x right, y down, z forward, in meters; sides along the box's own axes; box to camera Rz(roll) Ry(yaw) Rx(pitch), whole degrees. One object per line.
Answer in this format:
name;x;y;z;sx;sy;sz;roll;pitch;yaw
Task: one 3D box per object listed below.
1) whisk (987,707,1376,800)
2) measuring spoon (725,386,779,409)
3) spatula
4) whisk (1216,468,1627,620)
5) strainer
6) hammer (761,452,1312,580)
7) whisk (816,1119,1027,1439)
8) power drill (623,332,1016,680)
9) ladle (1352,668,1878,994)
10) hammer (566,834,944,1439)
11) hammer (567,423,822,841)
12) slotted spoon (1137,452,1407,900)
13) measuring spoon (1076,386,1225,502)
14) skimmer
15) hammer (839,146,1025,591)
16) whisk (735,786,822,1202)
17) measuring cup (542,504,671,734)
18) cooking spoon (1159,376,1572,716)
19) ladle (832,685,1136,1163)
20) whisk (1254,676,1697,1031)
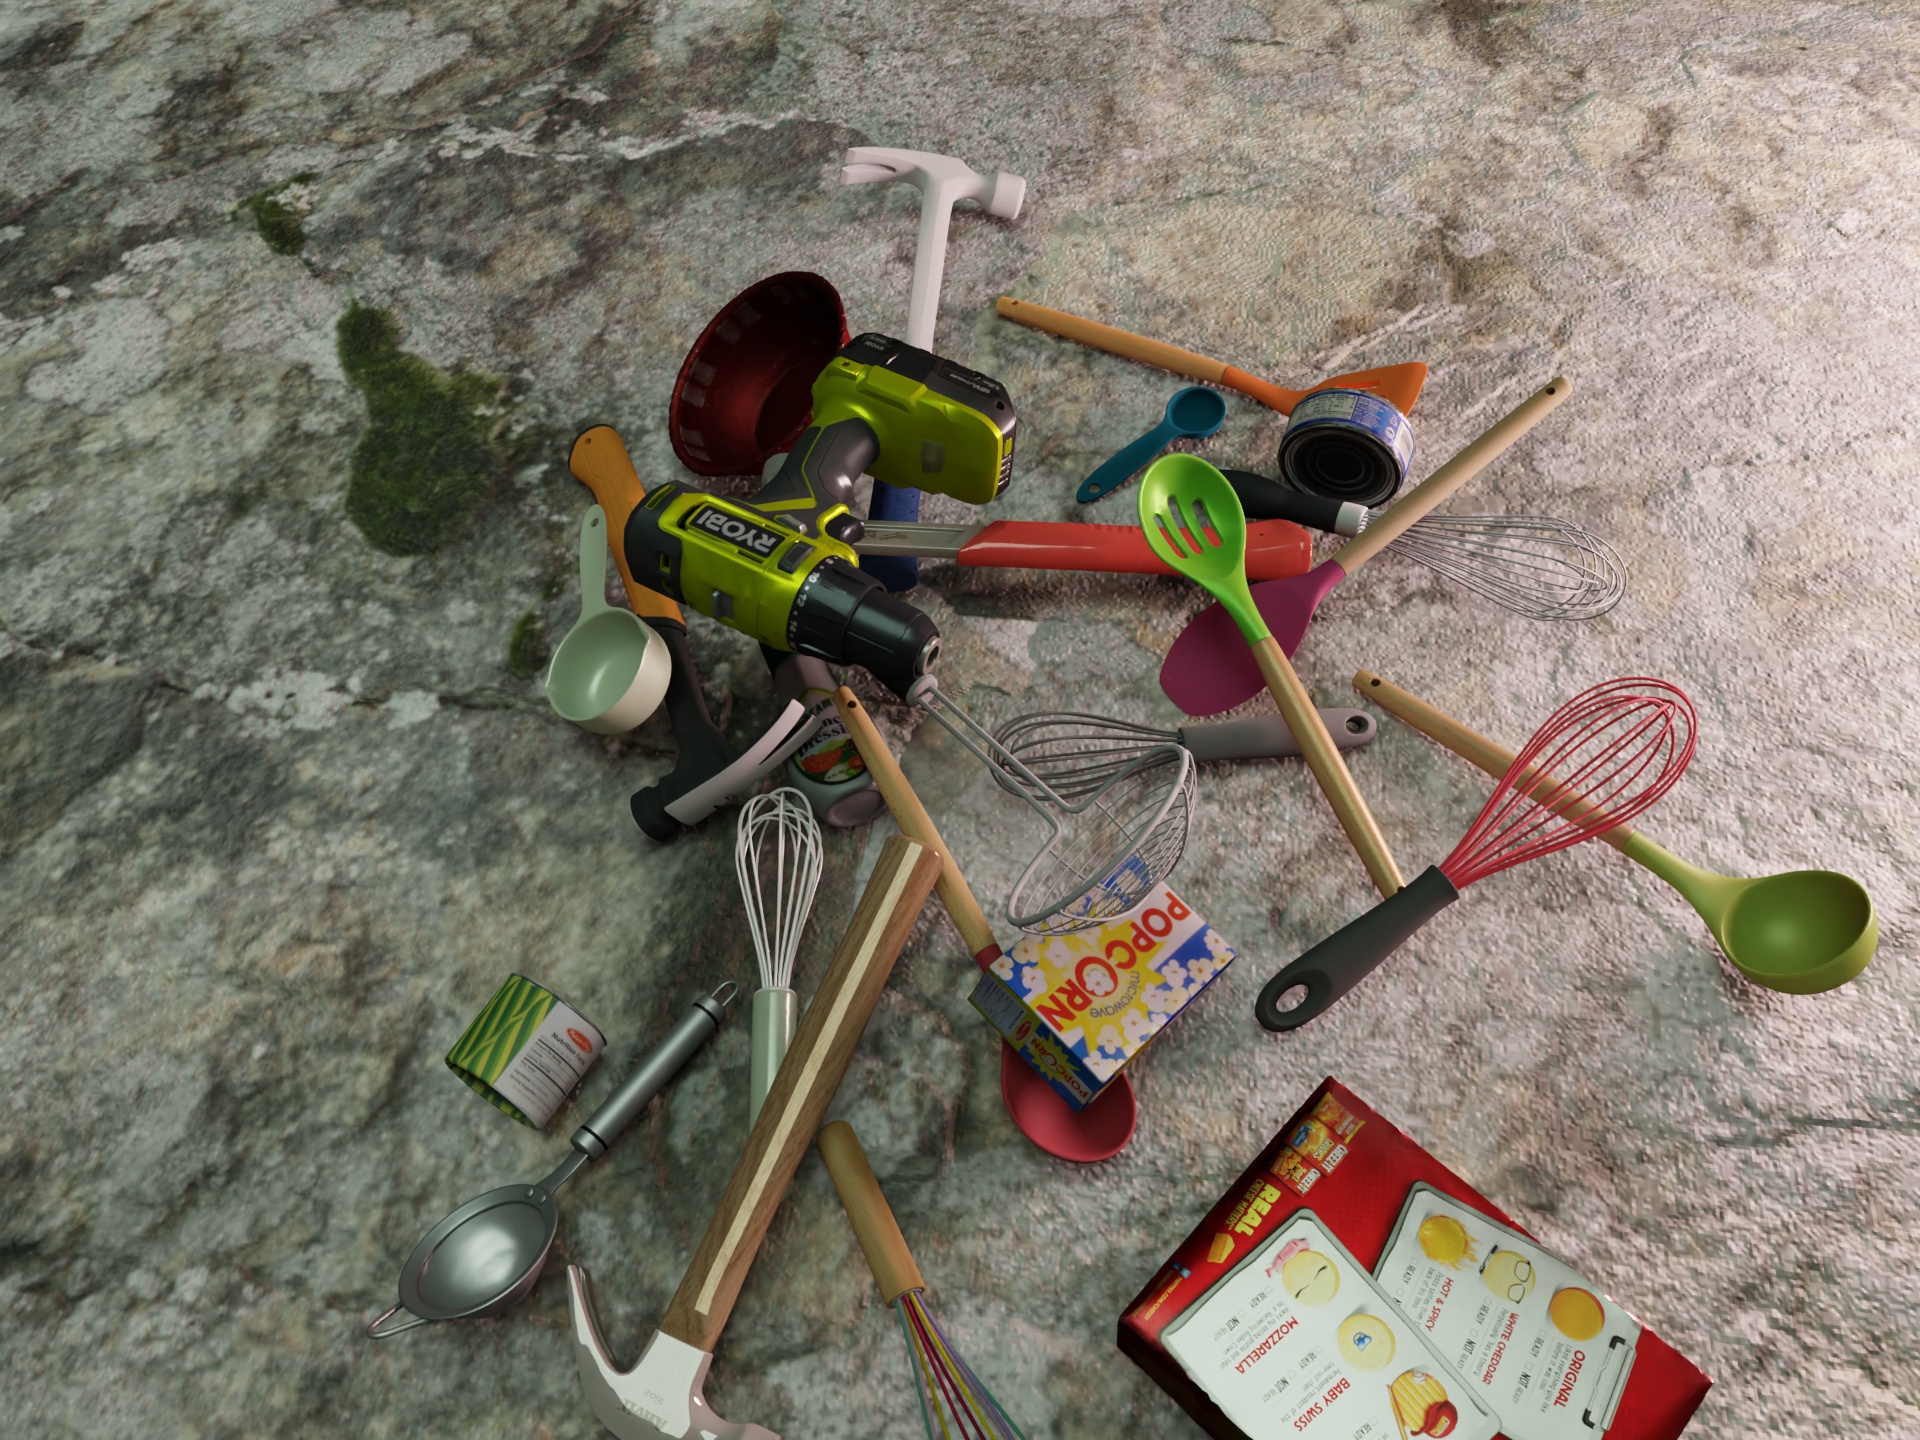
whisk;0.135;0.012;0.965;0.239;0.055;0.055;-5;56;-4
measuring spoon;-0.113;-0.248;1.172;0.124;0.018;0.034;-10;56;-2
spatula;0.170;-0.264;1.149;0.323;0.041;0.081;22;61;19
whisk;0.286;-0.123;1.037;0.285;0.070;0.070;18;59;22
strainer;-0.201;0.233;0.844;0.087;0.050;0.258;8;46;44
hammer;0.048;-0.106;1.016;0.359;0.036;0.149;2;46;-6
whisk;-0.015;0.302;0.783;0.051;0.047;0.245;-24;54;-10
power drill;-0.060;-0.124;0.944;0.190;0.080;0.229;25;51;16
ladle;0.363;0.049;0.916;0.320;0.062;0.078;36;71;27
hammer;-0.092;0.207;0.822;0.130;0.031;0.331;20;67;13
hammer;-0.196;-0.084;1.042;0.127;0.034;0.337;-34;54;11
slotted spoon;0.190;-0.024;0.950;0.070;0.031;0.314;-19;71;-18
measuring spoon;0.133;-0.188;1.119;0.128;0.021;0.042;-38;62;-9
skimmer;-0.001;-0.003;0.910;0.127;0.090;0.364;-46;48;-4
hammer;-0.038;-0.269;1.158;0.144;0.035;0.406;12;59;-10
whisk;-0.105;0.148;0.895;0.059;0.057;0.247;-24;53;31
measuring cup;-0.220;-0.065;1.003;0.083;0.038;0.168;-24;54;20
cooking spoon;0.258;-0.112;1.004;0.319;0.017;0.069;-39;60;1
ladle;0.001;0.107;0.894;0.069;0.031;0.316;-19;65;-25
whisk;0.282;0.076;0.875;0.296;0.073;0.073;-38;60;0
